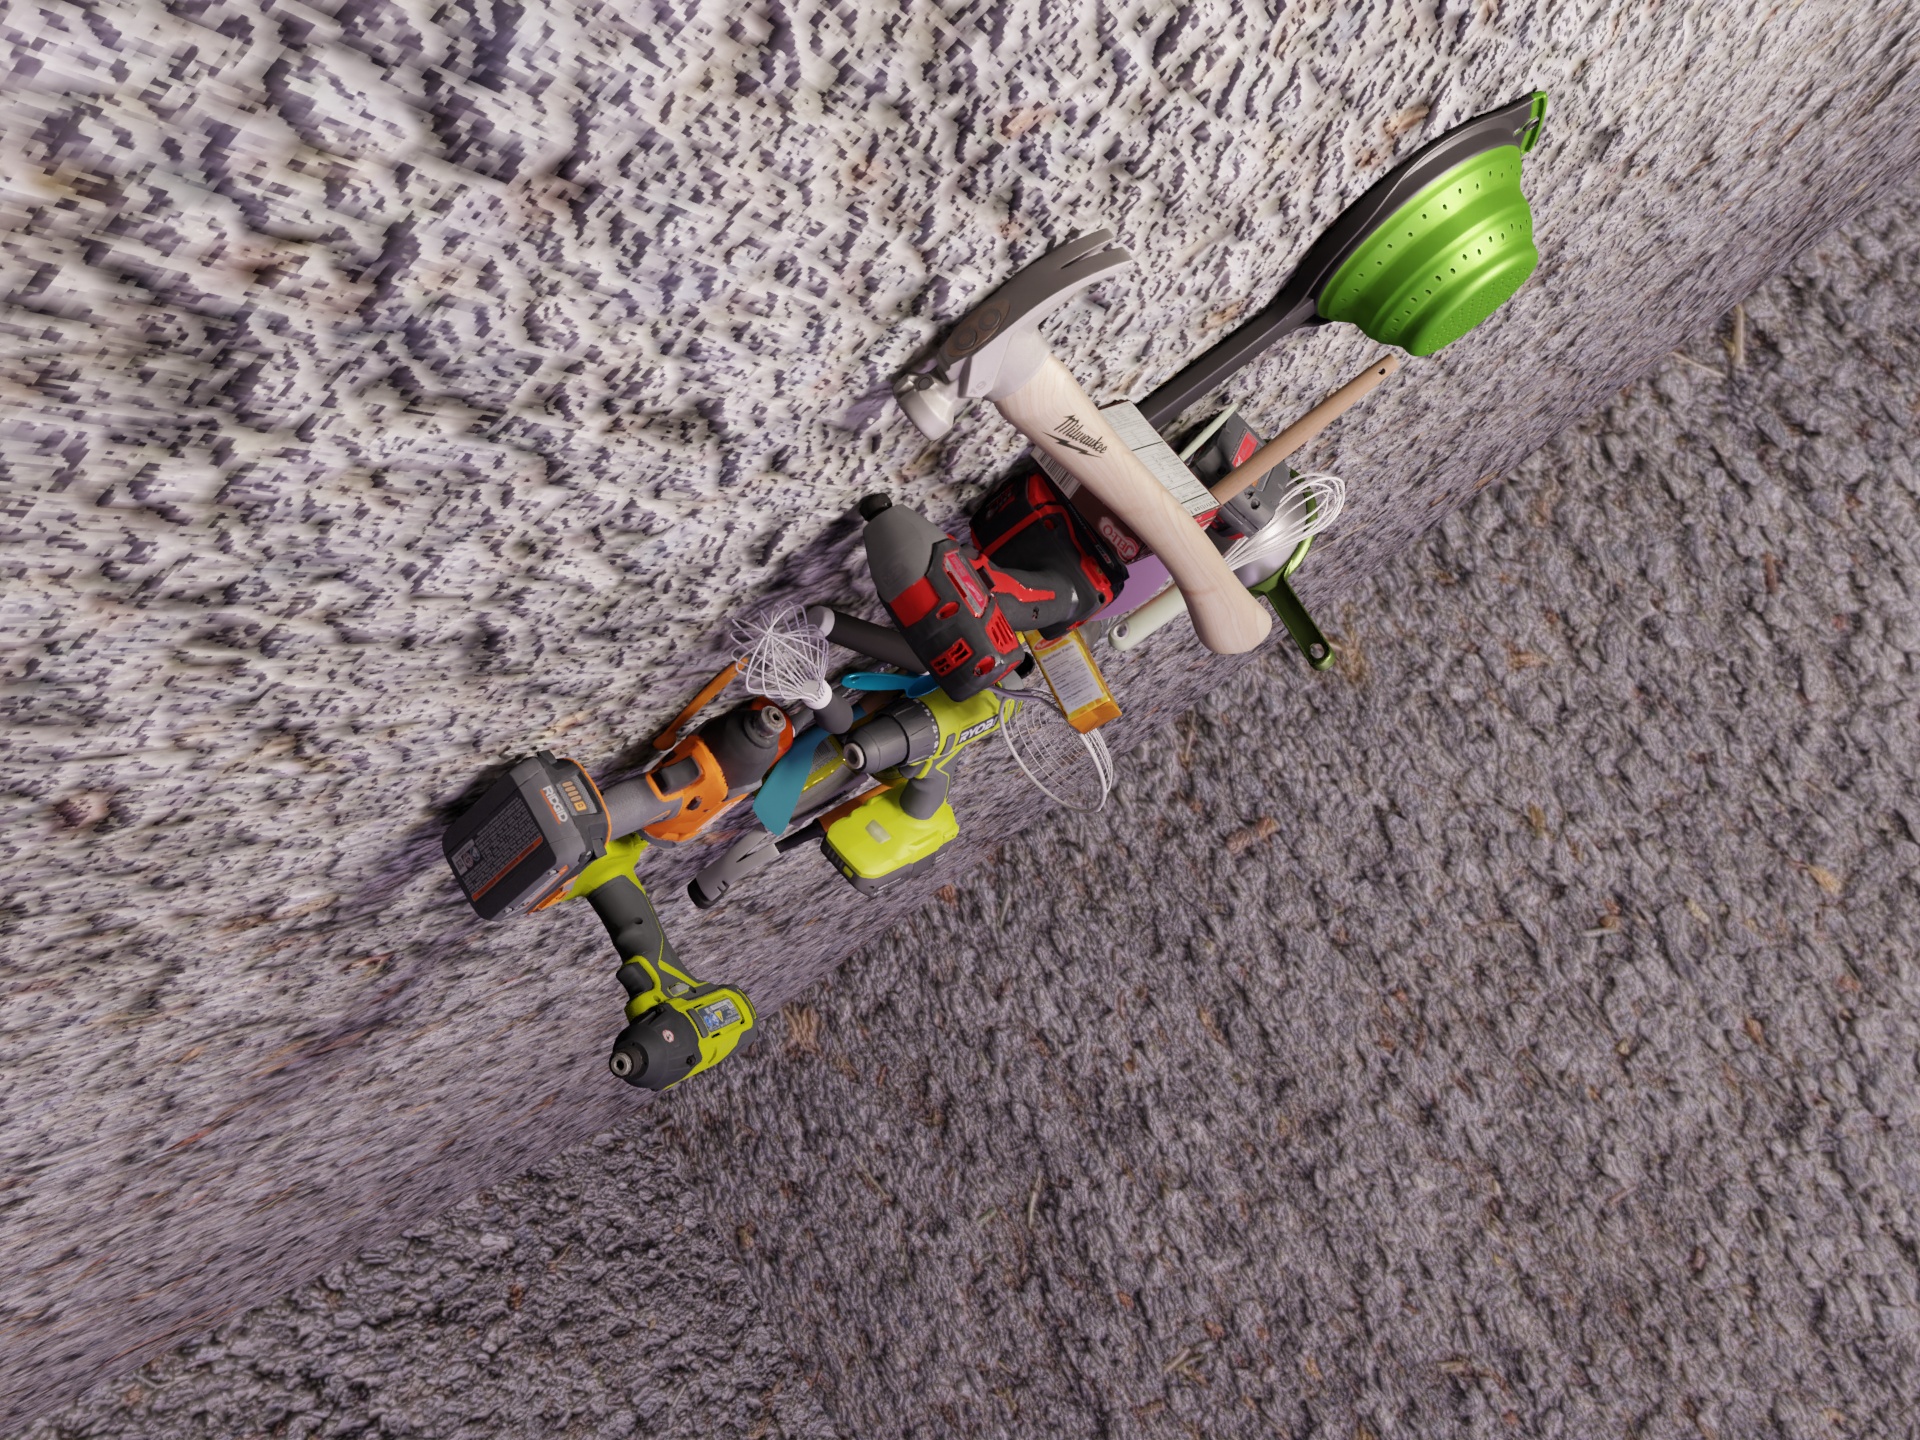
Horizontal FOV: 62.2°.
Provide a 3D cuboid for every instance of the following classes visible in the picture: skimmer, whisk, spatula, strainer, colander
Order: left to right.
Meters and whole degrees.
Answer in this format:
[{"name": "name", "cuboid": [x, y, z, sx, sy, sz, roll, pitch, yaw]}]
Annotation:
[{"name": "whisk", "cuboid": [-0.114, -0.028, 1.168, 0.070, 0.070, 0.284, -34, 167, -2]}, {"name": "spatula", "cuboid": [-0.061, -0.019, 1.432, 0.317, 0.044, 0.082, -38, 154, -6]}, {"name": "skimmer", "cuboid": [-0.002, -0.004, 1.278, 0.363, 0.127, 0.090, 20, 96, -48]}, {"name": "whisk", "cuboid": [0.230, -0.135, 1.391, 0.246, 0.058, 0.059, -35, 147, 19]}, {"name": "spatula", "cuboid": [0.214, -0.183, 1.262, 0.316, 0.059, 0.018, -38, -163, 18]}, {"name": "strainer", "cuboid": [0.262, -0.149, 1.430, 0.151, 0.257, 0.069, -35, 140, 15]}, {"name": "colander", "cuboid": [0.282, -0.285, 1.166, 0.397, 0.094, 0.204, -36, 170, 9]}]

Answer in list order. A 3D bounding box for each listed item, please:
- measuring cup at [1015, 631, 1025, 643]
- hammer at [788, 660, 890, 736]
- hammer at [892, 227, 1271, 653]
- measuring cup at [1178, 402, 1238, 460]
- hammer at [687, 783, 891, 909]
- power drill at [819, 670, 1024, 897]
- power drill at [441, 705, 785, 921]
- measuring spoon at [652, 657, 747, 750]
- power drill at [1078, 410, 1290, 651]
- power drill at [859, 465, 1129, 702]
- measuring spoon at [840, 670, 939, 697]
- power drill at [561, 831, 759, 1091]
[{"name": "measuring cup", "cuboid": [0.089, -0.126, 1.526, 0.156, 0.029, 0.062, -44, 173, -16]}, {"name": "hammer", "cuboid": [-0.132, -0.003, 1.343, 0.409, 0.036, 0.149, -34, 169, 0]}, {"name": "hammer", "cuboid": [0.121, -0.145, 1.009, 0.146, 0.038, 0.410, -37, 145, 13]}, {"name": "measuring cup", "cuboid": [0.150, -0.208, 1.281, 0.167, 0.038, 0.083, -42, 171, 18]}, {"name": "hammer", "cuboid": [-0.122, 0.096, 1.593, 0.127, 0.034, 0.337, -38, 172, 39]}, {"name": "power drill", "cuboid": [-0.050, 0.054, 1.446, 0.190, 0.080, 0.228, -25, 151, -40]}, {"name": "power drill", "cuboid": [-0.230, 0.053, 1.122, 0.164, 0.084, 0.226, -37, 170, 36]}, {"name": "measuring spoon", "cuboid": [-0.192, -0.010, 1.181, 0.117, 0.011, 0.021, -41, 168, 32]}, {"name": "power drill", "cuboid": [0.164, -0.146, 1.363, 0.226, 0.080, 0.188, -39, -169, 36]}, {"name": "power drill", "cuboid": [0.018, -0.104, 1.085, 0.078, 0.143, 0.219, -36, 177, 32]}, {"name": "measuring spoon", "cuboid": [-0.057, -0.039, 1.295, 0.042, 0.021, 0.128, -40, 157, 30]}, {"name": "power drill", "cuboid": [-0.259, 0.174, 1.220, 0.080, 0.223, 0.171, -37, 169, 16]}]
